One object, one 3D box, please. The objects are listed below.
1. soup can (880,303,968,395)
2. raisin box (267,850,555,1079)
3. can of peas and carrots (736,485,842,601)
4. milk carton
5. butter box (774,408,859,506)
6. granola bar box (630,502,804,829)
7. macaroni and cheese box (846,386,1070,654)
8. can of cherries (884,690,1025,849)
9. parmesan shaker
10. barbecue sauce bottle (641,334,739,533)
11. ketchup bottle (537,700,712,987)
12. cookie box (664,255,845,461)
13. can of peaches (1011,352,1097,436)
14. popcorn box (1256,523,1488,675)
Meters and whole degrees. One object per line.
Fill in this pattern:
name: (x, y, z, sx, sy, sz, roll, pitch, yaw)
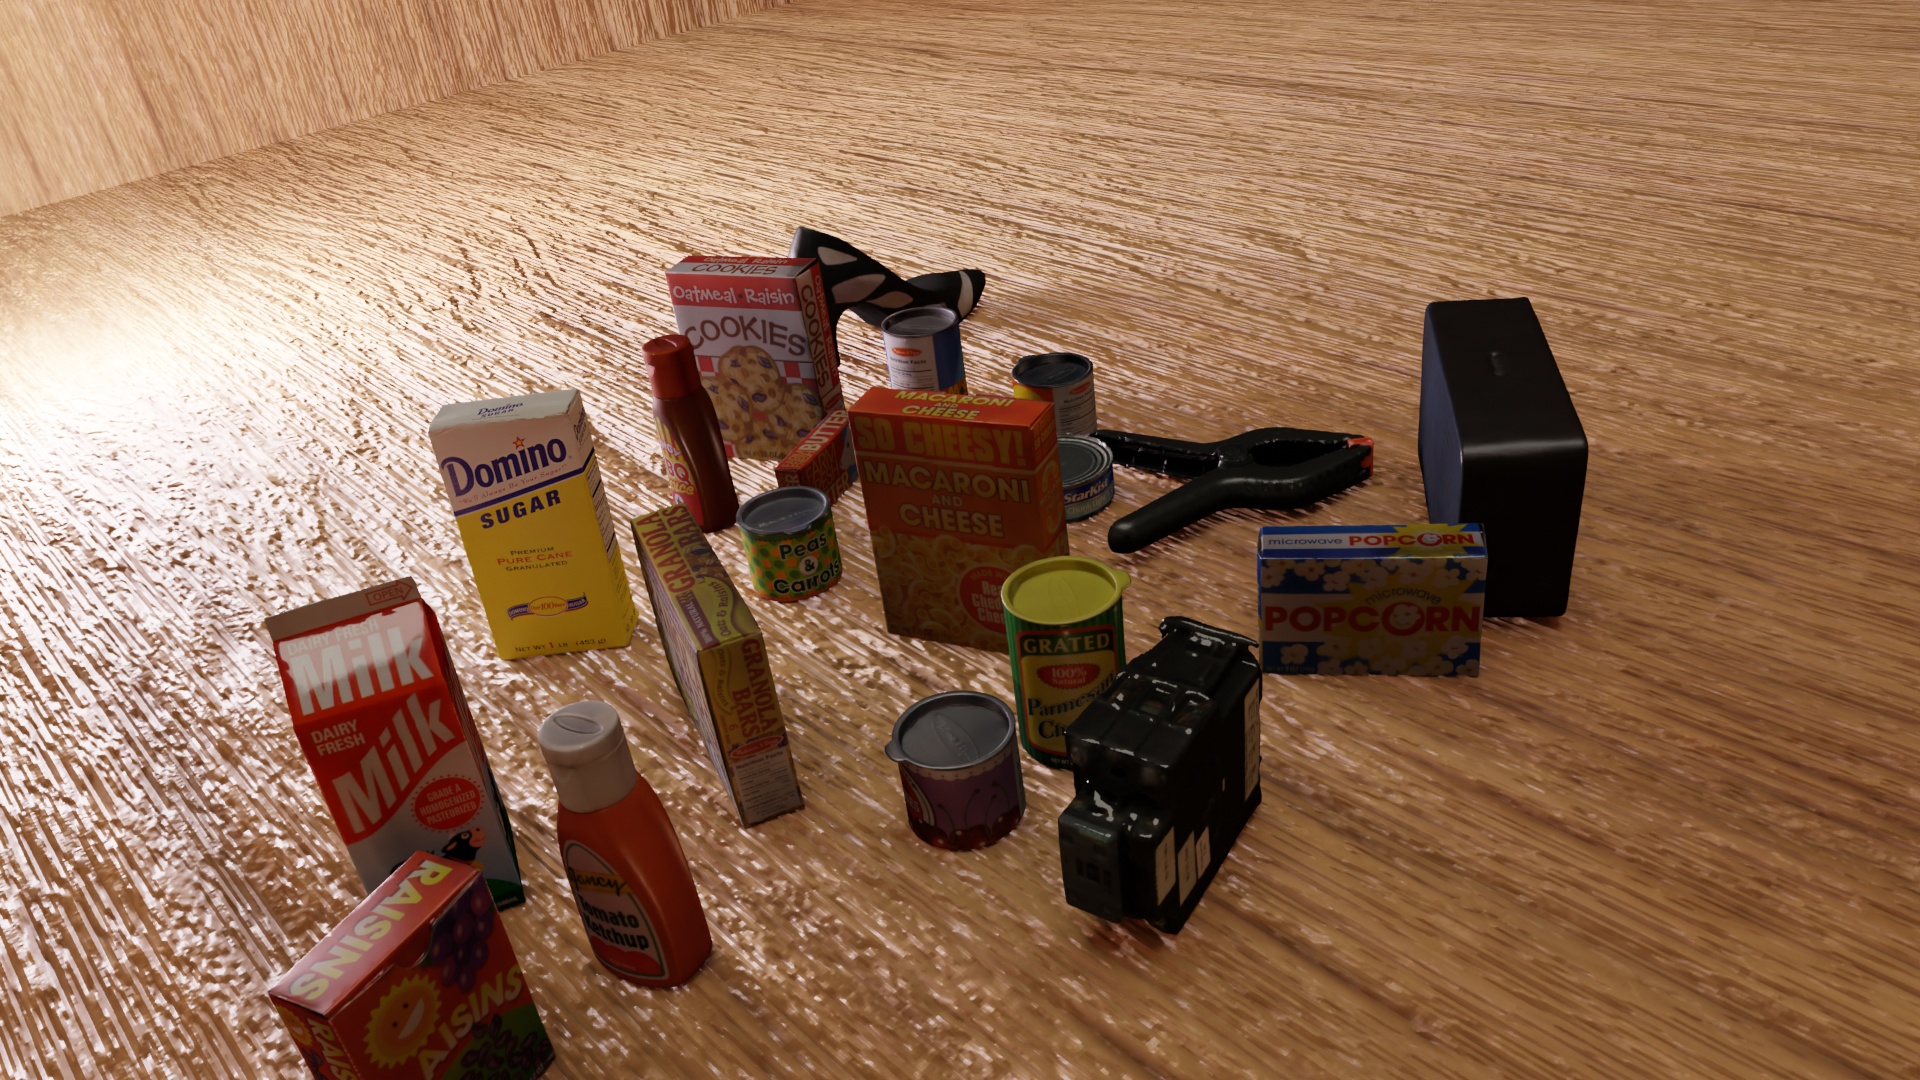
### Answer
soup can: (-0.028, -0.150, 1.188, 0.071, 0.083, 0.072, -6, 30, 4)
raisin box: (-0.230, 0.209, 0.594, 0.040, 0.122, 0.086, 9, 34, 26)
can of peas and carrots: (-0.118, 0.003, 0.976, 0.071, 0.058, 0.071, -6, 30, 4)
milk carton: (-0.287, 0.107, 0.712, 0.072, 0.189, 0.073, -18, 32, -16)
butter box: (-0.106, -0.057, 1.080, 0.024, 0.053, 0.104, 6, 33, 23)
granola bar box: (-0.145, 0.069, 0.808, 0.039, 0.123, 0.166, -19, 32, -17)
macaroni and cheese box: (0.003, -0.011, 0.865, 0.124, 0.165, 0.040, 7, 34, 25)
can of cherries: (-0.003, 0.124, 0.746, 0.071, 0.058, 0.072, -6, 30, 4)
parmesan shaker: (0.064, 0.069, 0.779, 0.071, 0.102, 0.071, -6, 30, 4)
barbecue sauce bottle: (-0.206, -0.081, 1.051, 0.044, 0.147, 0.065, -27, 35, -29)
ketchup bottle: (-0.163, 0.145, 0.661, 0.065, 0.148, 0.044, 9, 35, 27)
cookie box: (-0.163, -0.147, 1.132, 0.123, 0.166, 0.040, 6, 33, 23)
can of peaches: (0.075, -0.114, 1.127, 0.071, 0.057, 0.071, -6, 30, 4)
popcorn box: (0.238, 0.035, 0.812, 0.127, 0.084, 0.038, -1, 31, 12)
